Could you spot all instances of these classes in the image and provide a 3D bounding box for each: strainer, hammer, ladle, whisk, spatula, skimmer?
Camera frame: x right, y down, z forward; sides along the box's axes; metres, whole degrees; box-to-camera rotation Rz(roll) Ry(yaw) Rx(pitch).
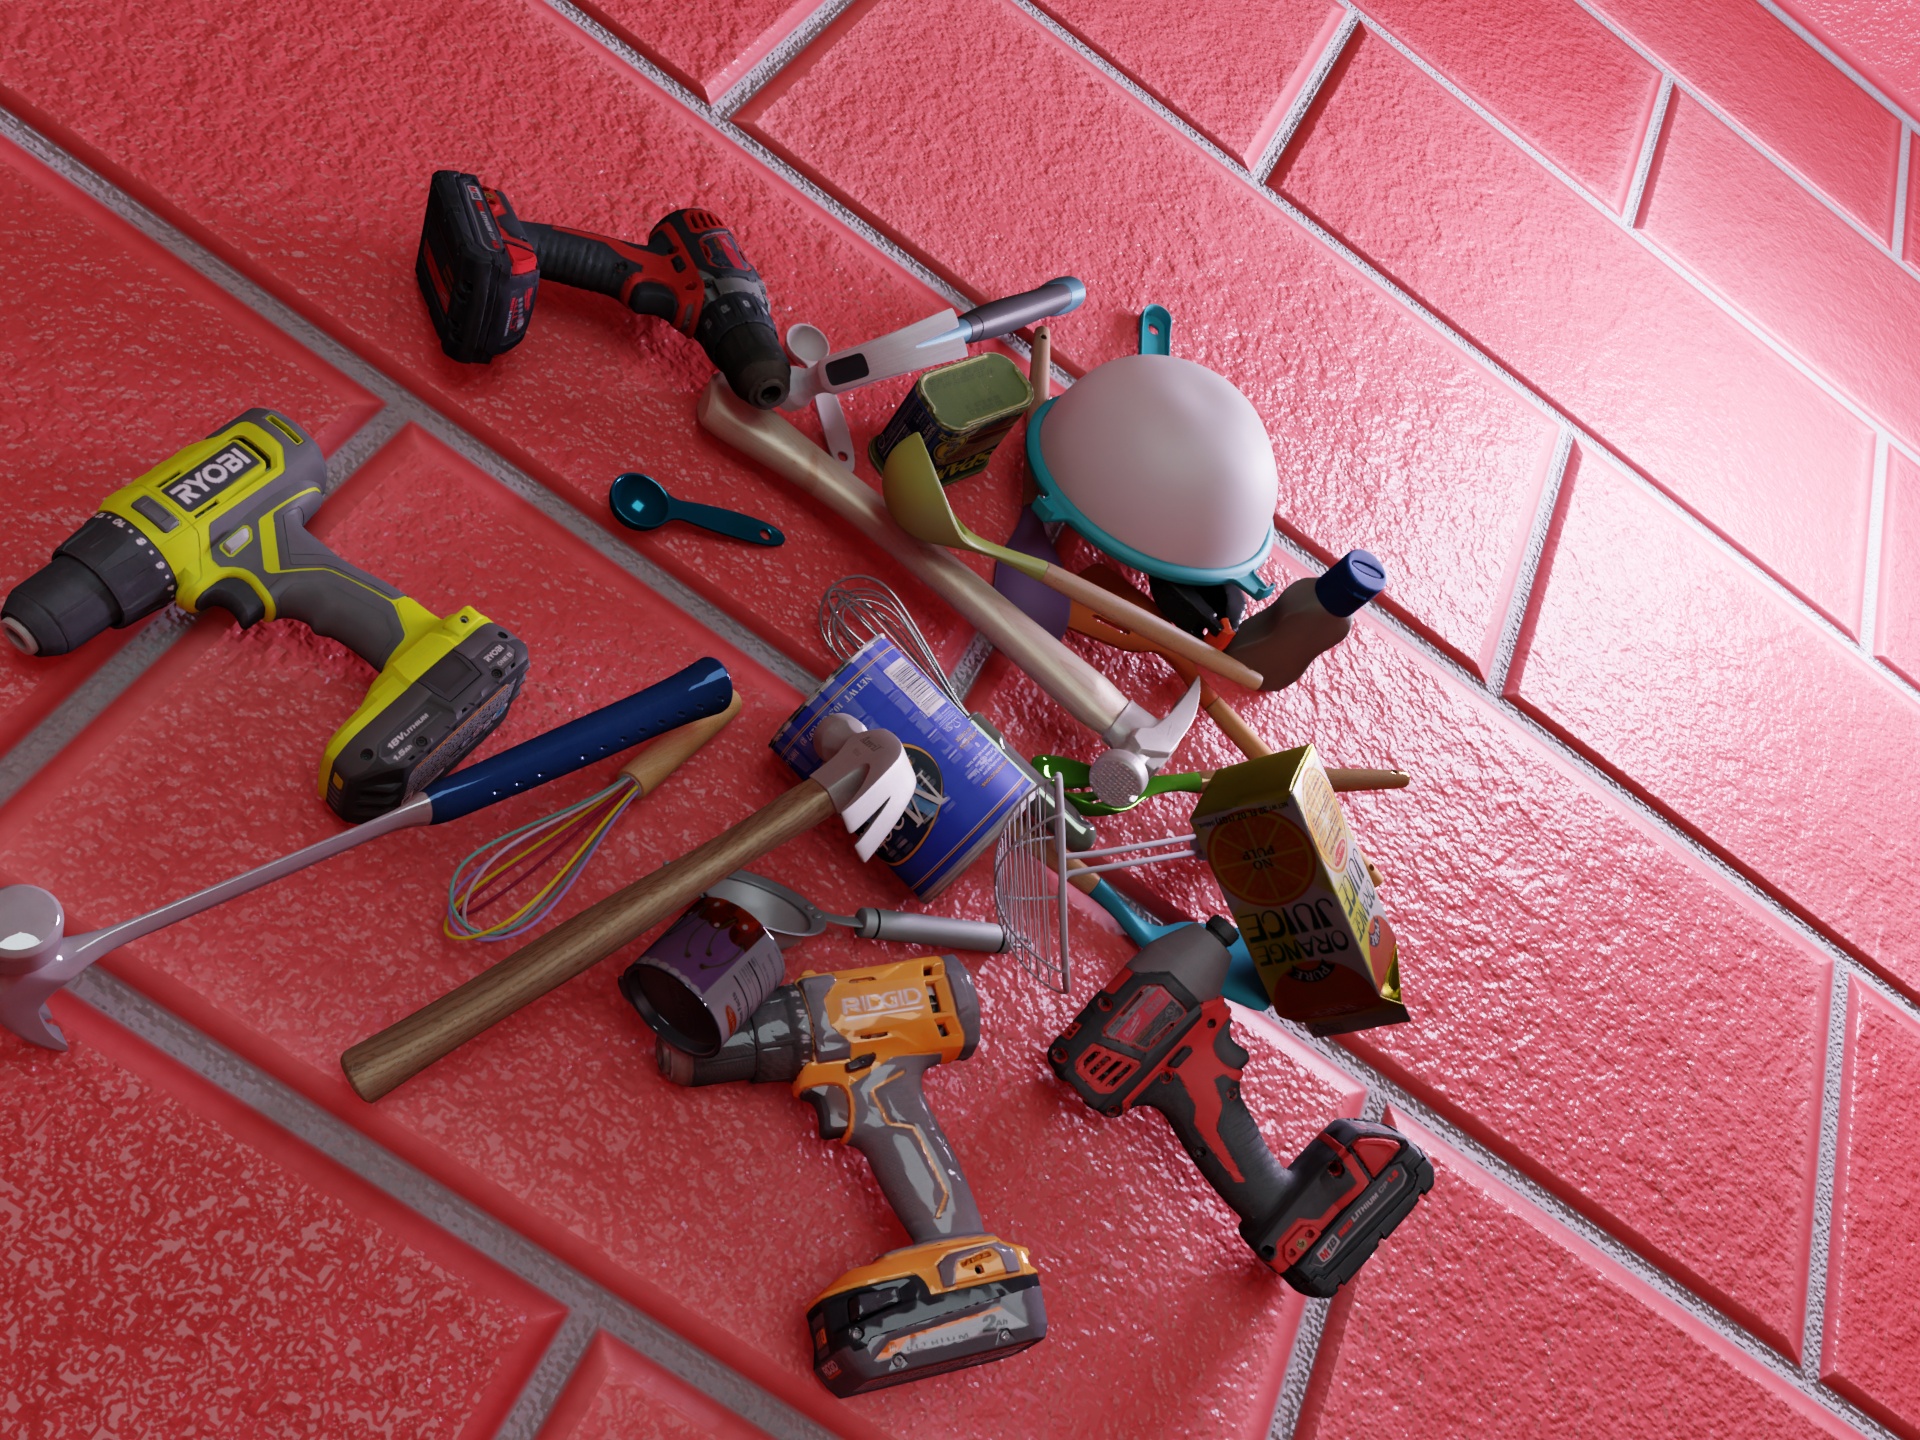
[{"bbox_3d":[0.168,-0.254,1.241,0.211,0.095,0.341,19,46,-12],"label":"strainer"},{"bbox_3d":[-0.168,0.099,0.840,0.331,0.130,0.031,-31,114,-16],"label":"hammer"},{"bbox_3d":[0.086,-0.102,1.105,0.320,0.062,0.078,26,18,-18],"label":"ladle"},{"bbox_3d":[-0.012,-0.109,1.109,0.410,0.038,0.146,40,39,4],"label":"hammer"},{"bbox_3d":[-0.002,-0.003,1.052,0.246,0.059,0.058,44,14,7],"label":"whisk"},{"bbox_3d":[0.058,-0.182,1.221,0.059,0.018,0.316,11,59,-12],"label":"spatula"},{"bbox_3d":[0.198,0.008,1.188,0.322,0.041,0.081,47,52,-3],"label":"spatula"},{"bbox_3d":[0.003,-0.293,1.191,0.331,0.128,0.033,-36,112,-51],"label":"hammer"},{"bbox_3d":[0.075,0.088,1.061,0.317,0.044,0.082,37,36,-3],"label":"spatula"},{"bbox_3d":[-0.211,0.049,0.932,0.051,0.047,0.245,51,47,-8],"label":"whisk"},{"bbox_3d":[-0.064,0.125,0.966,0.258,0.050,0.087,11,15,-29],"label":"strainer"},{"bbox_3d":[-0.291,0.052,0.826,0.405,0.144,0.035,-27,76,-39],"label":"hammer"},{"bbox_3d":[0.144,0.087,1.019,0.363,0.090,0.127,-4,92,-47],"label":"skimmer"}]

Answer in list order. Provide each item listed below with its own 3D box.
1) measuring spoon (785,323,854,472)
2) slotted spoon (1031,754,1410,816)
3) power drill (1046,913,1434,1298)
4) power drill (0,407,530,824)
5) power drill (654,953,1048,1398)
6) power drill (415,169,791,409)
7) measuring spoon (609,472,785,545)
[{"bbox_3d":[-0.102,-0.234,1.169,0.034,0.018,0.124,-10,75,-32],"label":"measuring spoon"},{"bbox_3d":[0.191,0.045,1.135,0.313,0.031,0.070,0,28,-23],"label":"slotted spoon"},{"bbox_3d":[0.176,0.232,0.984,0.219,0.078,0.143,44,84,2],"label":"power drill"},{"bbox_3d":[-0.375,-0.050,0.875,0.228,0.080,0.191,39,52,-1],"label":"power drill"},{"bbox_3d":[-0.061,0.245,0.876,0.185,0.084,0.226,-4,61,-22],"label":"power drill"},{"bbox_3d":[-0.230,-0.280,1.063,0.226,0.080,0.188,-3,49,-33],"label":"power drill"},{"bbox_3d":[-0.178,-0.133,1.070,0.128,0.021,0.042,12,57,-33],"label":"measuring spoon"}]
